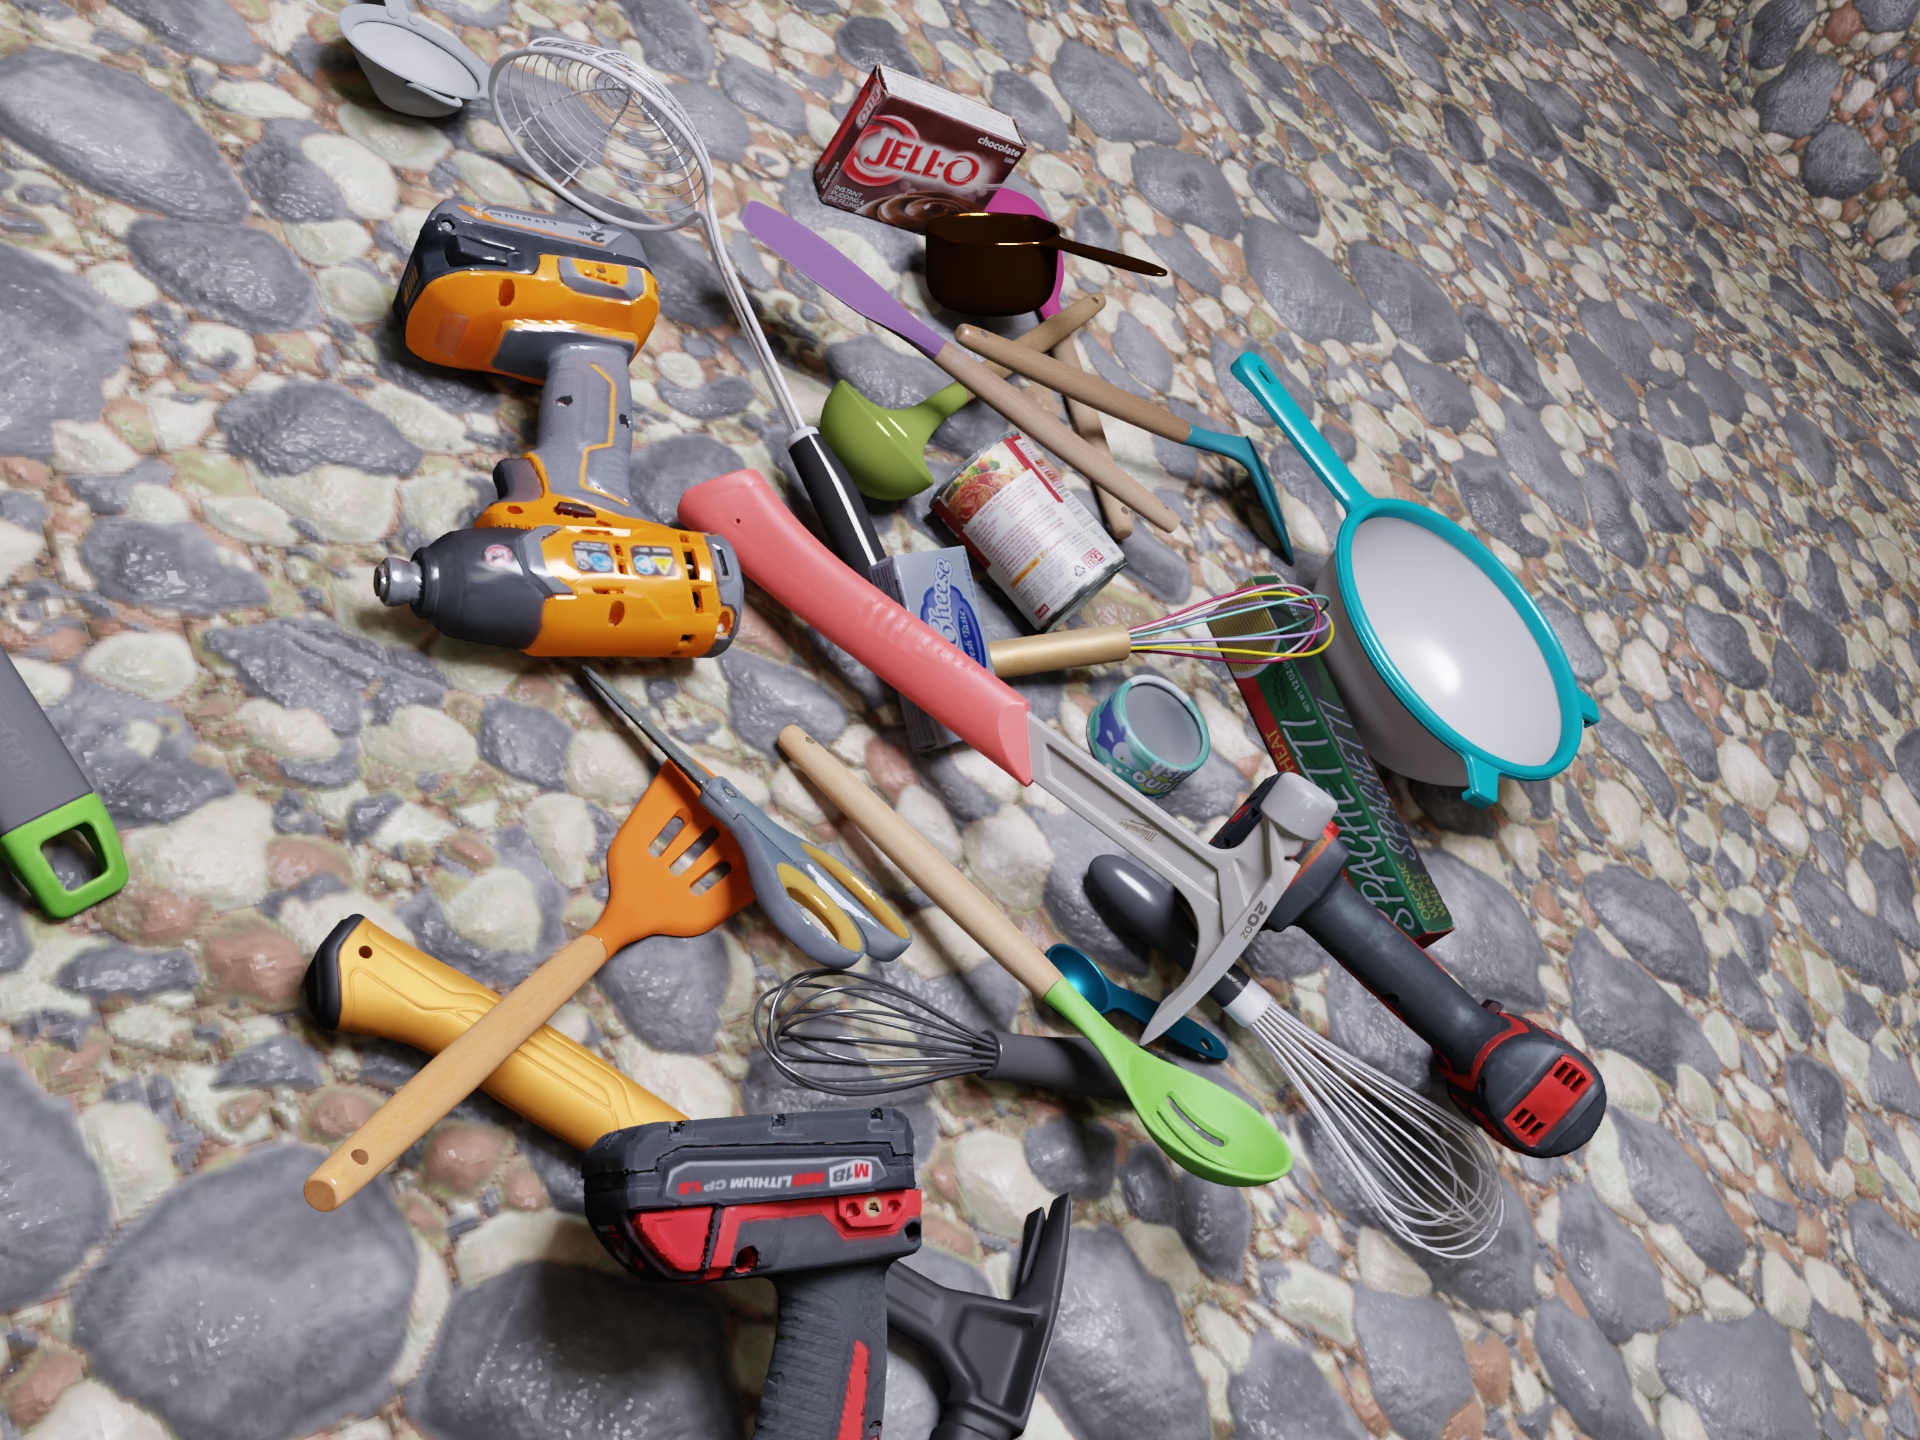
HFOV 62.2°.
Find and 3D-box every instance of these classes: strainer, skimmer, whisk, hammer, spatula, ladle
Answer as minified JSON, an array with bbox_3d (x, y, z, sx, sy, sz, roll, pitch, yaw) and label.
[{"bbox_3d":[0.263,-0.086,1.053,0.211,0.095,0.340,-23,75,-46],"label":"strainer"},{"bbox_3d":[-0.136,-0.197,0.855,0.090,0.127,0.363,-24,87,-26],"label":"skimmer"},{"bbox_3d":[0.175,0.170,0.836,0.284,0.070,0.070,43,44,4],"label":"whisk"},{"bbox_3d":[-0.103,0.173,0.639,0.336,0.034,0.127,34,46,-11],"label":"hammer"},{"bbox_3d":[0.007,-0.201,0.925,0.315,0.018,0.060,33,32,-19],"label":"spatula"},{"bbox_3d":[-0.321,-0.410,0.899,0.086,0.050,0.259,5,51,-41],"label":"strainer"},{"bbox_3d":[0.119,-0.188,1.033,0.317,0.044,0.082,16,52,-34],"label":"spatula"},{"bbox_3d":[-0.148,0.092,0.613,0.081,0.041,0.323,44,19,-2],"label":"spatula"},{"bbox_3d":[-0.001,-0.003,0.794,0.359,0.149,0.036,37,11,11],"label":"hammer"},{"bbox_3d":[0.019,-0.219,0.987,0.078,0.062,0.320,48,46,-1],"label":"ladle"},{"bbox_3d":[0.115,-0.046,0.919,0.245,0.051,0.047,-9,82,-23],"label":"whisk"},{"bbox_3d":[0.012,0.153,0.735,0.238,0.055,0.055,15,51,-33],"label":"whisk"}]

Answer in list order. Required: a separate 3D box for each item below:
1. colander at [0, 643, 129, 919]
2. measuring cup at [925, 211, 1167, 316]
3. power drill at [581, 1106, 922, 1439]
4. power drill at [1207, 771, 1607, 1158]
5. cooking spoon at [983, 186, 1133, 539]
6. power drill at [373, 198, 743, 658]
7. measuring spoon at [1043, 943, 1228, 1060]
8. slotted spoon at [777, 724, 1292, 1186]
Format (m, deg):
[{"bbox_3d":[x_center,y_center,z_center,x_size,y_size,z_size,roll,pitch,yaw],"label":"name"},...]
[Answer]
[{"bbox_3d":[-0.430,-0.098,0.572,0.204,0.094,0.397,-37,102,-46],"label":"colander"},{"bbox_3d":[0.054,-0.282,1.017,0.174,0.052,0.095,23,36,29],"label":"measuring cup"},{"bbox_3d":[-0.075,0.252,0.551,0.143,0.078,0.220,2,72,-24],"label":"power drill"},{"bbox_3d":[0.226,0.132,0.846,0.227,0.080,0.188,42,1,7],"label":"power drill"},{"bbox_3d":[0.071,-0.254,1.088,0.068,0.017,0.319,6,56,-32],"label":"cooking spoon"},{"bbox_3d":[-0.205,-0.133,0.757,0.164,0.084,0.227,-1,64,-35],"label":"power drill"},{"bbox_3d":[0.086,0.153,0.811,0.128,0.021,0.042,30,31,-28],"label":"measuring spoon"},{"bbox_3d":[0.025,0.108,0.749,0.314,0.031,0.070,42,24,15],"label":"slotted spoon"}]
